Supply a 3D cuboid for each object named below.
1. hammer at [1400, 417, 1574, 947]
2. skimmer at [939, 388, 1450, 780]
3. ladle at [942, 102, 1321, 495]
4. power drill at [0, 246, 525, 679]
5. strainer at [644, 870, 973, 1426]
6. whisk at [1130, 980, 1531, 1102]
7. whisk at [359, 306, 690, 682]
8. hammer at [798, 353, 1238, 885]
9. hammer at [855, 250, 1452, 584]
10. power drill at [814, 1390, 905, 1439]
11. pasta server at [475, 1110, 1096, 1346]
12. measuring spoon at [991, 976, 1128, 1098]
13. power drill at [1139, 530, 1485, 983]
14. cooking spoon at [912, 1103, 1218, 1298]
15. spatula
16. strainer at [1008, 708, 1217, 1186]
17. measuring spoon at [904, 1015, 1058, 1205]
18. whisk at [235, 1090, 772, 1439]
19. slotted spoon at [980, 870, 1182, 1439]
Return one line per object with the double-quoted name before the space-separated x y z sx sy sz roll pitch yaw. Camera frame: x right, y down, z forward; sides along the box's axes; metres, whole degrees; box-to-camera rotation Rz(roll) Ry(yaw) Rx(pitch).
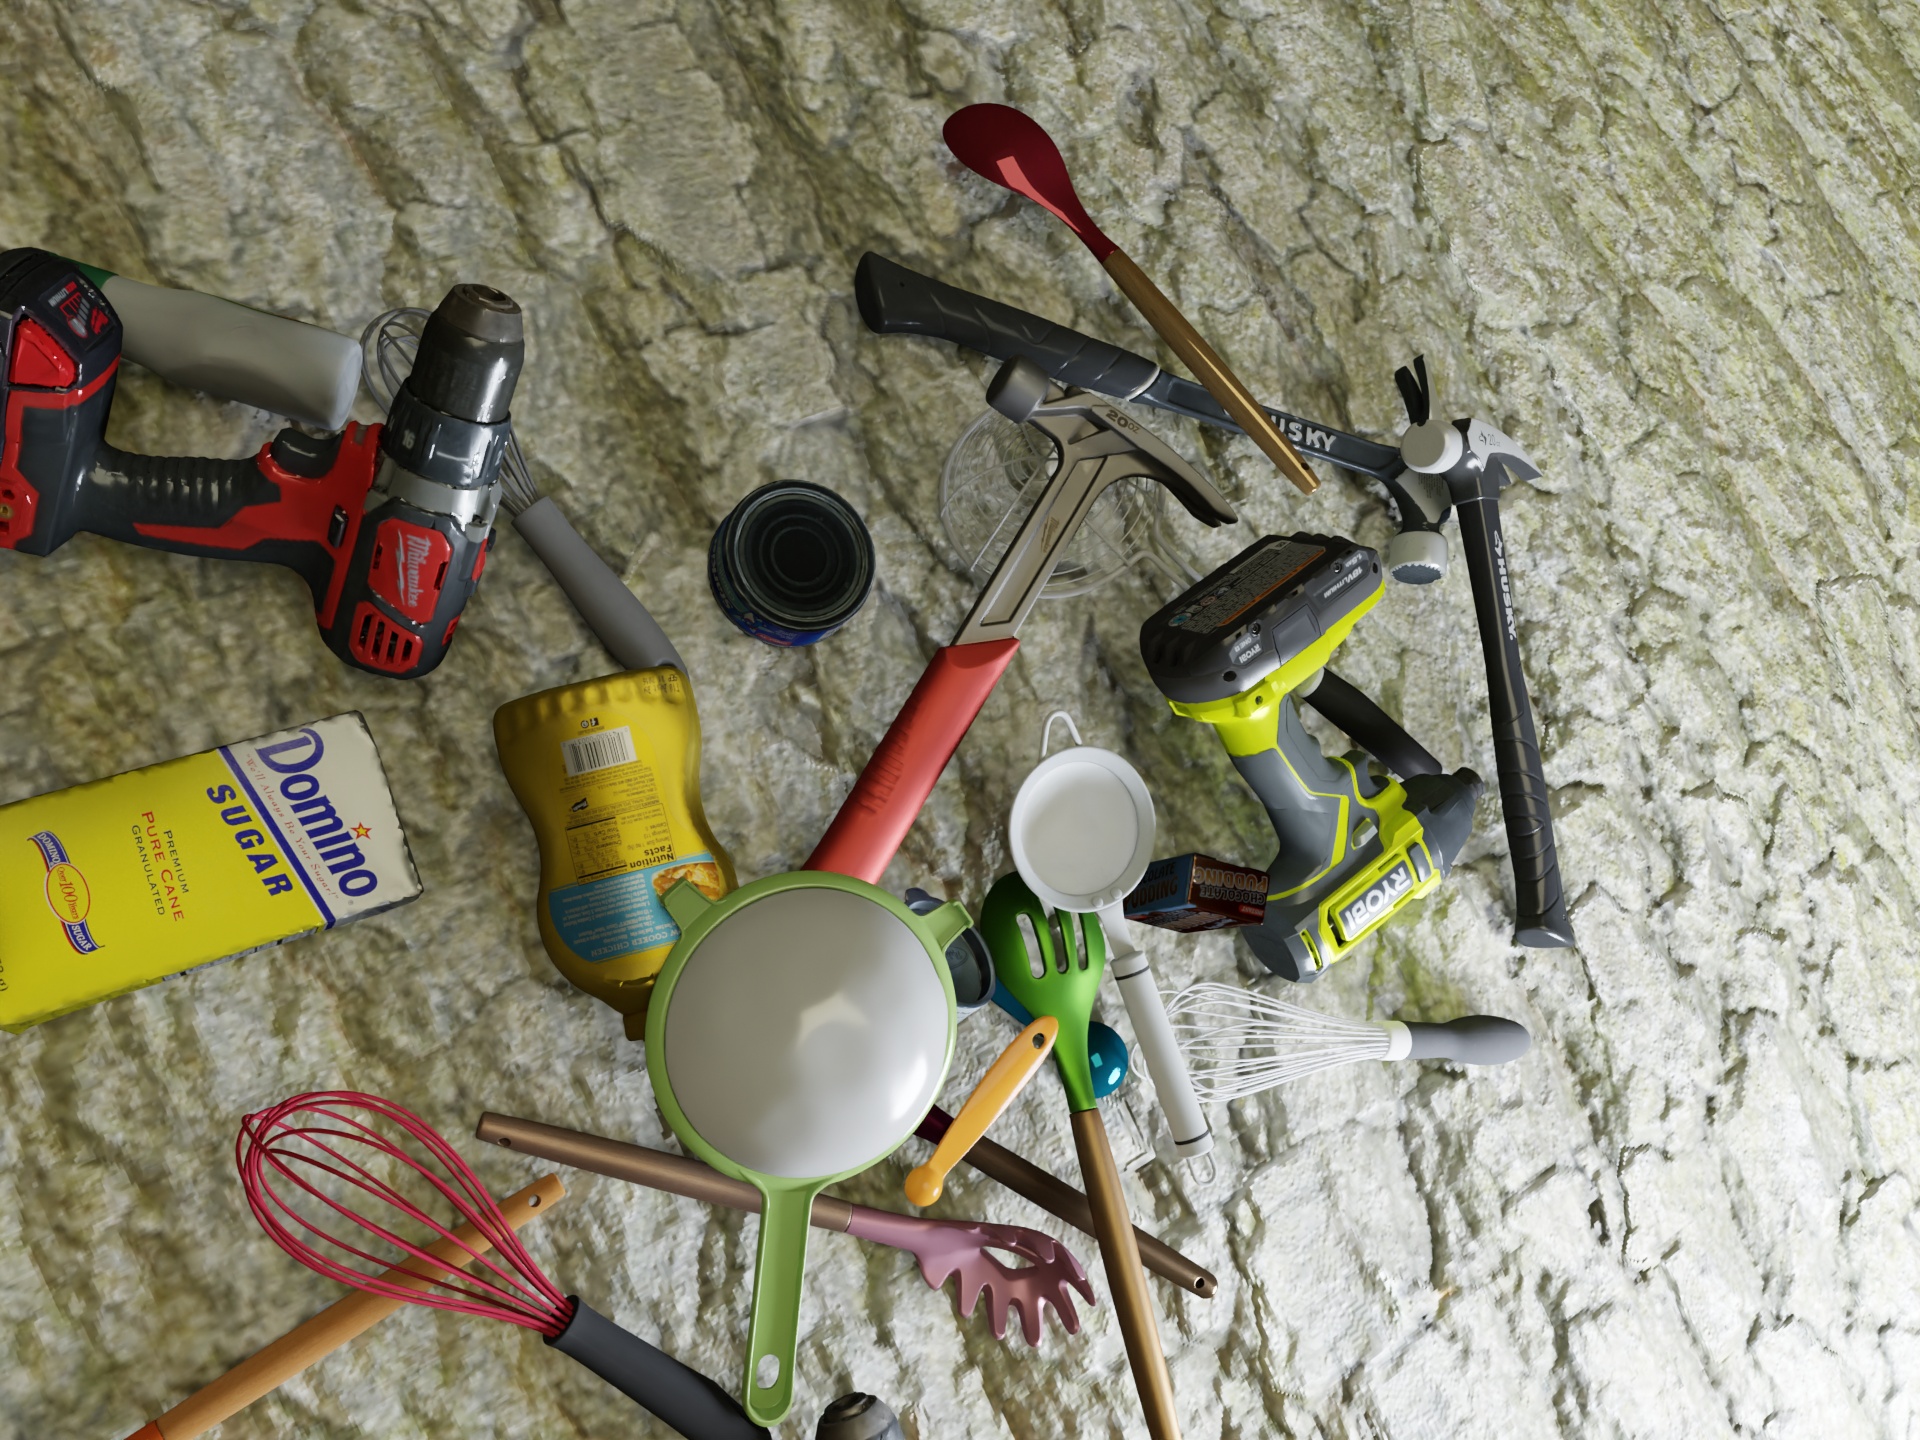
"hammer" 0.346 -0.021 1.001 0.146 0.035 0.335 -7 87 -50
"skimmer" 0.149 -0.060 0.945 0.363 0.090 0.127 35 79 -23
"ladle" 0.105 -0.253 0.938 0.069 0.031 0.315 -37 85 -35
"power drill" -0.311 -0.129 0.693 0.226 0.080 0.187 18 117 -18
"strainer" -0.070 0.198 0.722 0.151 0.069 0.256 7 87 -20
"whisk" 0.221 0.183 0.910 0.284 0.070 0.070 5 77 -26
"whisk" -0.213 -0.106 0.797 0.055 0.055 0.239 -42 100 -25
"hammer" -0.001 -0.003 0.818 0.149 0.037 0.359 33 82 -15
"hammer" 0.129 -0.205 0.967 0.408 0.036 0.149 14 72 -19
"power drill" -0.090 0.431 0.711 0.226 0.084 0.185 -17 85 -29
"pasta server" -0.081 0.242 0.777 0.316 0.040 0.060 20 116 -16
"measuring spoon" 0.043 0.156 0.856 0.128 0.021 0.042 41 66 -11
"power drill" 0.205 0.014 0.893 0.171 0.080 0.223 -35 114 -17
"cooking spoon" 0.014 0.223 0.815 0.318 0.017 0.069 35 83 -19
"spatula" -0.310 0.287 0.668 0.322 0.041 0.081 -30 91 -26
"strainer" 0.083 0.120 0.825 0.087 0.050 0.258 -19 88 -24
"measuring spoon" 0.013 0.195 0.798 0.021 0.011 0.117 46 72 -16
"whisk" -0.191 0.253 0.700 0.295 0.073 0.073 44 65 -23
"slotted spoon" 0.072 0.227 0.823 0.070 0.031 0.314 -8 77 -23
